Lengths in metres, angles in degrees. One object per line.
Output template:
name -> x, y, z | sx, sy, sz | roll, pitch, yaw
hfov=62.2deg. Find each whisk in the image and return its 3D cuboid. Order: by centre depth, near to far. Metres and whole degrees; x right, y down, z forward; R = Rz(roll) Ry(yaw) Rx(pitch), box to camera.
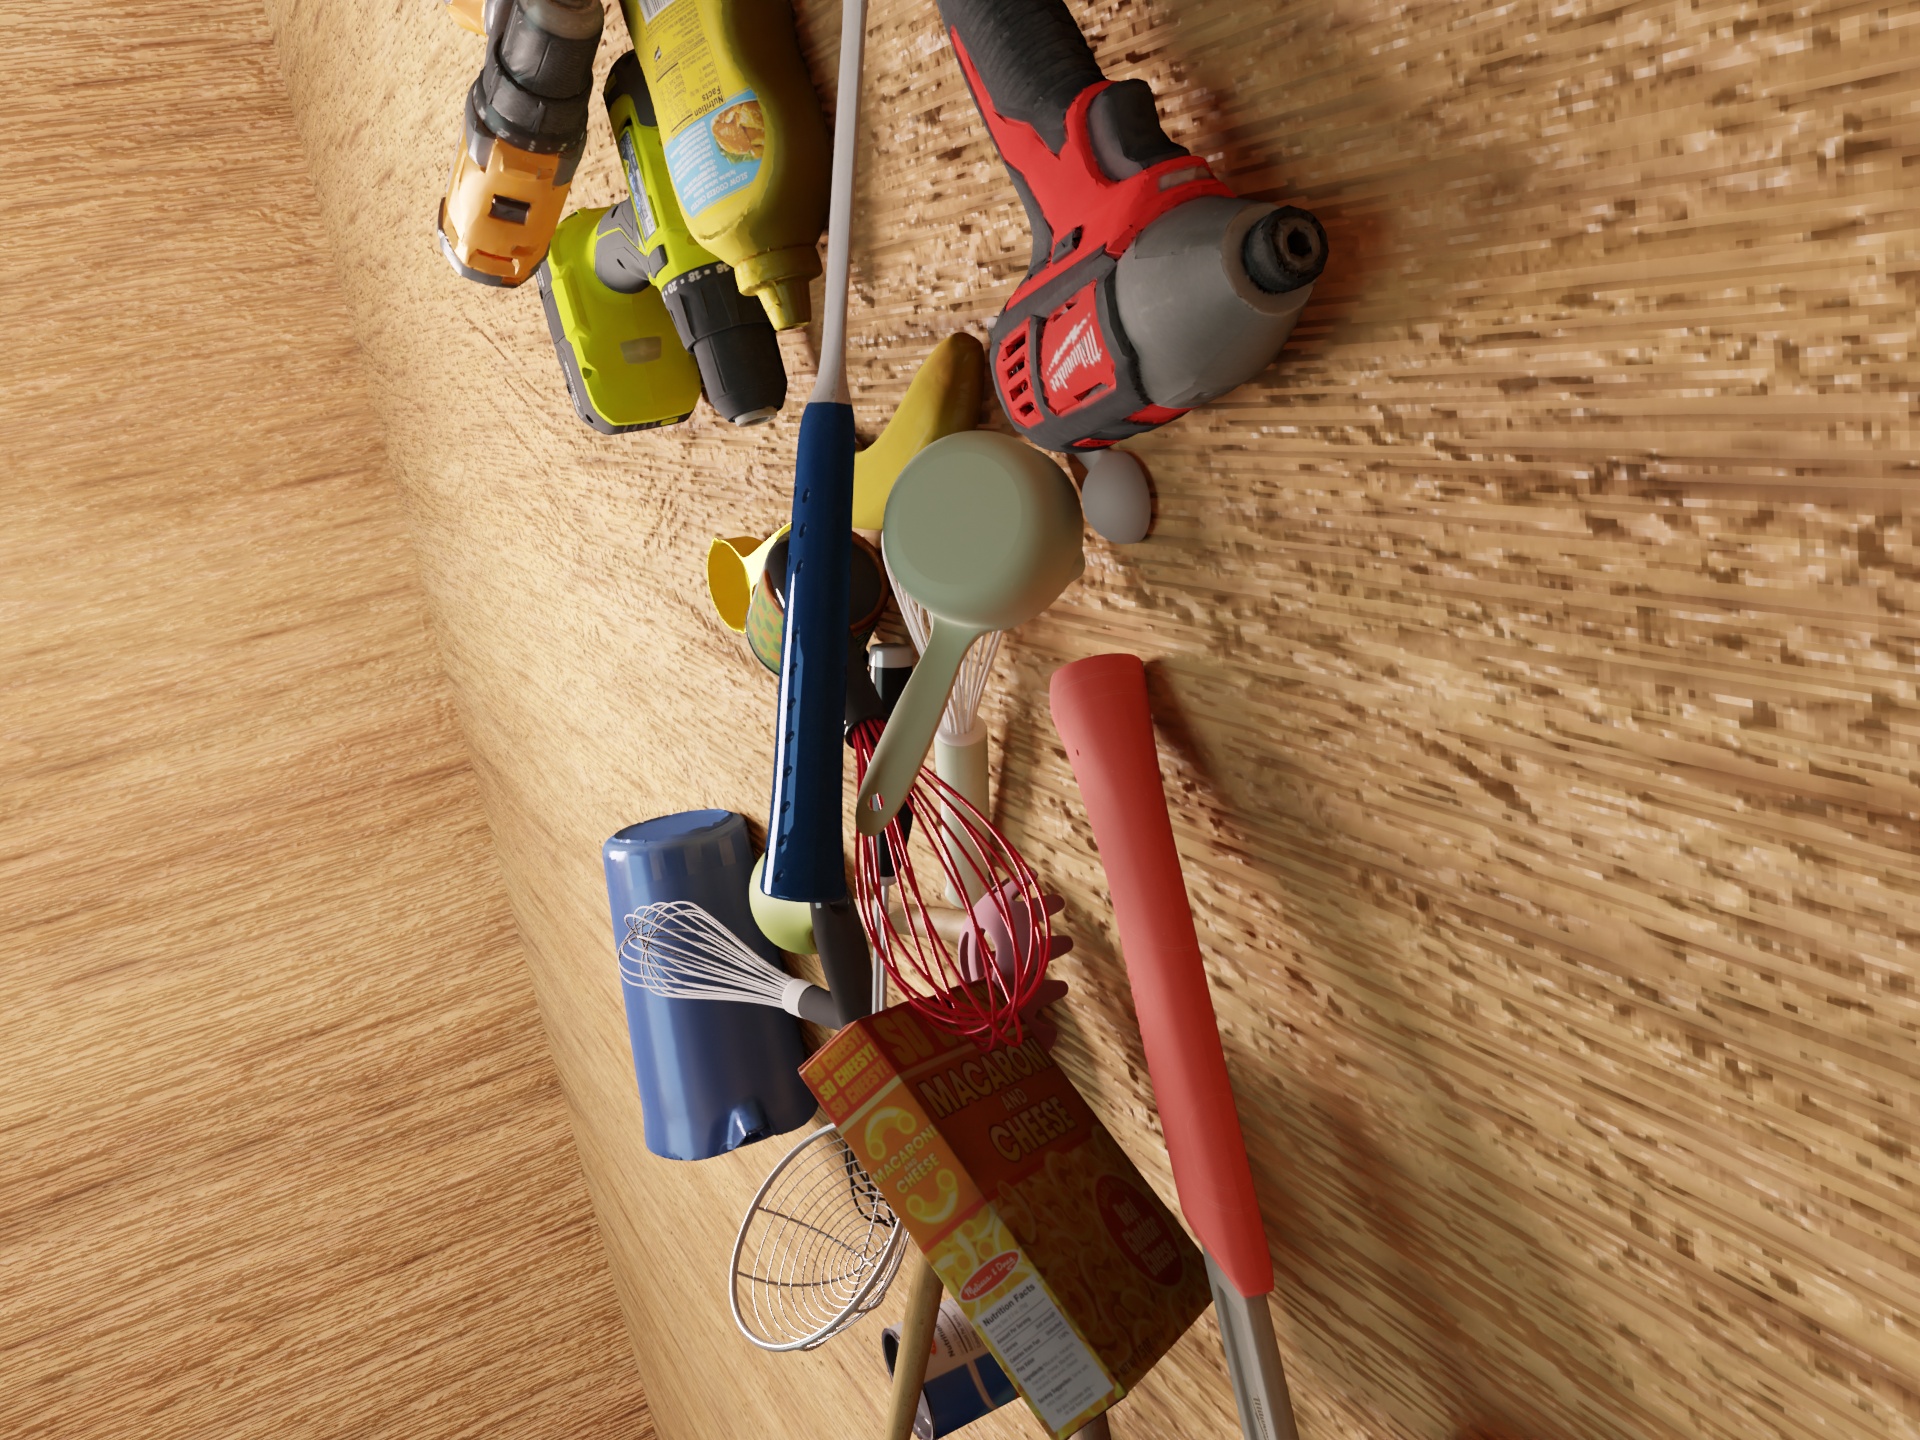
whisk -> -0.033, 0.018, 0.691 | 0.073, 0.073, 0.296 | 98, 153, -45
whisk -> -0.001, -0.002, 0.728 | 0.058, 0.059, 0.246 | -74, -14, -49
whisk -> -0.055, 0.191, 0.909 | 0.055, 0.055, 0.238 | 30, 135, 58
whisk -> -0.124, 0.170, 1.029 | 0.285, 0.070, 0.070 | 12, 119, 39

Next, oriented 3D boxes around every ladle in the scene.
ladle -> -0.011, 0.263, 0.830 | 0.069, 0.031, 0.315 | -126, 44, -66
ladle -> -0.042, 0.108, 0.916 | 0.320, 0.062, 0.078 | -5, 100, 59

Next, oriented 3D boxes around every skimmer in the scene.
skimmer -> -0.068, 0.142, 0.822 | 0.127, 0.090, 0.363 | 19, 109, 58

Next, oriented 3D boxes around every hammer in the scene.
hammer -> 0.088, 0.145, 0.545 | 0.149, 0.036, 0.359 | 130, 132, -65
hammer -> -0.051, -0.134, 0.622 | 0.144, 0.035, 0.405 | -167, 80, -66

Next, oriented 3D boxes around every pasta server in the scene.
pasta server -> 0.045, 0.227, 0.719 | 0.060, 0.040, 0.316 | -23, 76, 52

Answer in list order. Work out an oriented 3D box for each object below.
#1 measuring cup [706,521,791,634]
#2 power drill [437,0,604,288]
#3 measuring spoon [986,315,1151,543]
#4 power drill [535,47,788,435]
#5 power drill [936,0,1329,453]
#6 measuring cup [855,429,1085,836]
measuring cup -> -0.104, -0.095, 0.930 | 0.156, 0.029, 0.062 | -21, 86, 55
power drill -> -0.226, -0.370, 0.837 | 0.185, 0.084, 0.226 | 135, 137, -53
measuring spoon -> 0.034, -0.113, 0.604 | 0.124, 0.018, 0.034 | 59, 153, 31
power drill -> -0.165, -0.239, 0.891 | 0.228, 0.080, 0.190 | -12, 94, 64
power drill -> 0.036, -0.197, 0.475 | 0.143, 0.078, 0.219 | -7, 102, 67
measuring cup -> -0.011, -0.033, 0.615 | 0.083, 0.038, 0.167 | 24, 92, 23
